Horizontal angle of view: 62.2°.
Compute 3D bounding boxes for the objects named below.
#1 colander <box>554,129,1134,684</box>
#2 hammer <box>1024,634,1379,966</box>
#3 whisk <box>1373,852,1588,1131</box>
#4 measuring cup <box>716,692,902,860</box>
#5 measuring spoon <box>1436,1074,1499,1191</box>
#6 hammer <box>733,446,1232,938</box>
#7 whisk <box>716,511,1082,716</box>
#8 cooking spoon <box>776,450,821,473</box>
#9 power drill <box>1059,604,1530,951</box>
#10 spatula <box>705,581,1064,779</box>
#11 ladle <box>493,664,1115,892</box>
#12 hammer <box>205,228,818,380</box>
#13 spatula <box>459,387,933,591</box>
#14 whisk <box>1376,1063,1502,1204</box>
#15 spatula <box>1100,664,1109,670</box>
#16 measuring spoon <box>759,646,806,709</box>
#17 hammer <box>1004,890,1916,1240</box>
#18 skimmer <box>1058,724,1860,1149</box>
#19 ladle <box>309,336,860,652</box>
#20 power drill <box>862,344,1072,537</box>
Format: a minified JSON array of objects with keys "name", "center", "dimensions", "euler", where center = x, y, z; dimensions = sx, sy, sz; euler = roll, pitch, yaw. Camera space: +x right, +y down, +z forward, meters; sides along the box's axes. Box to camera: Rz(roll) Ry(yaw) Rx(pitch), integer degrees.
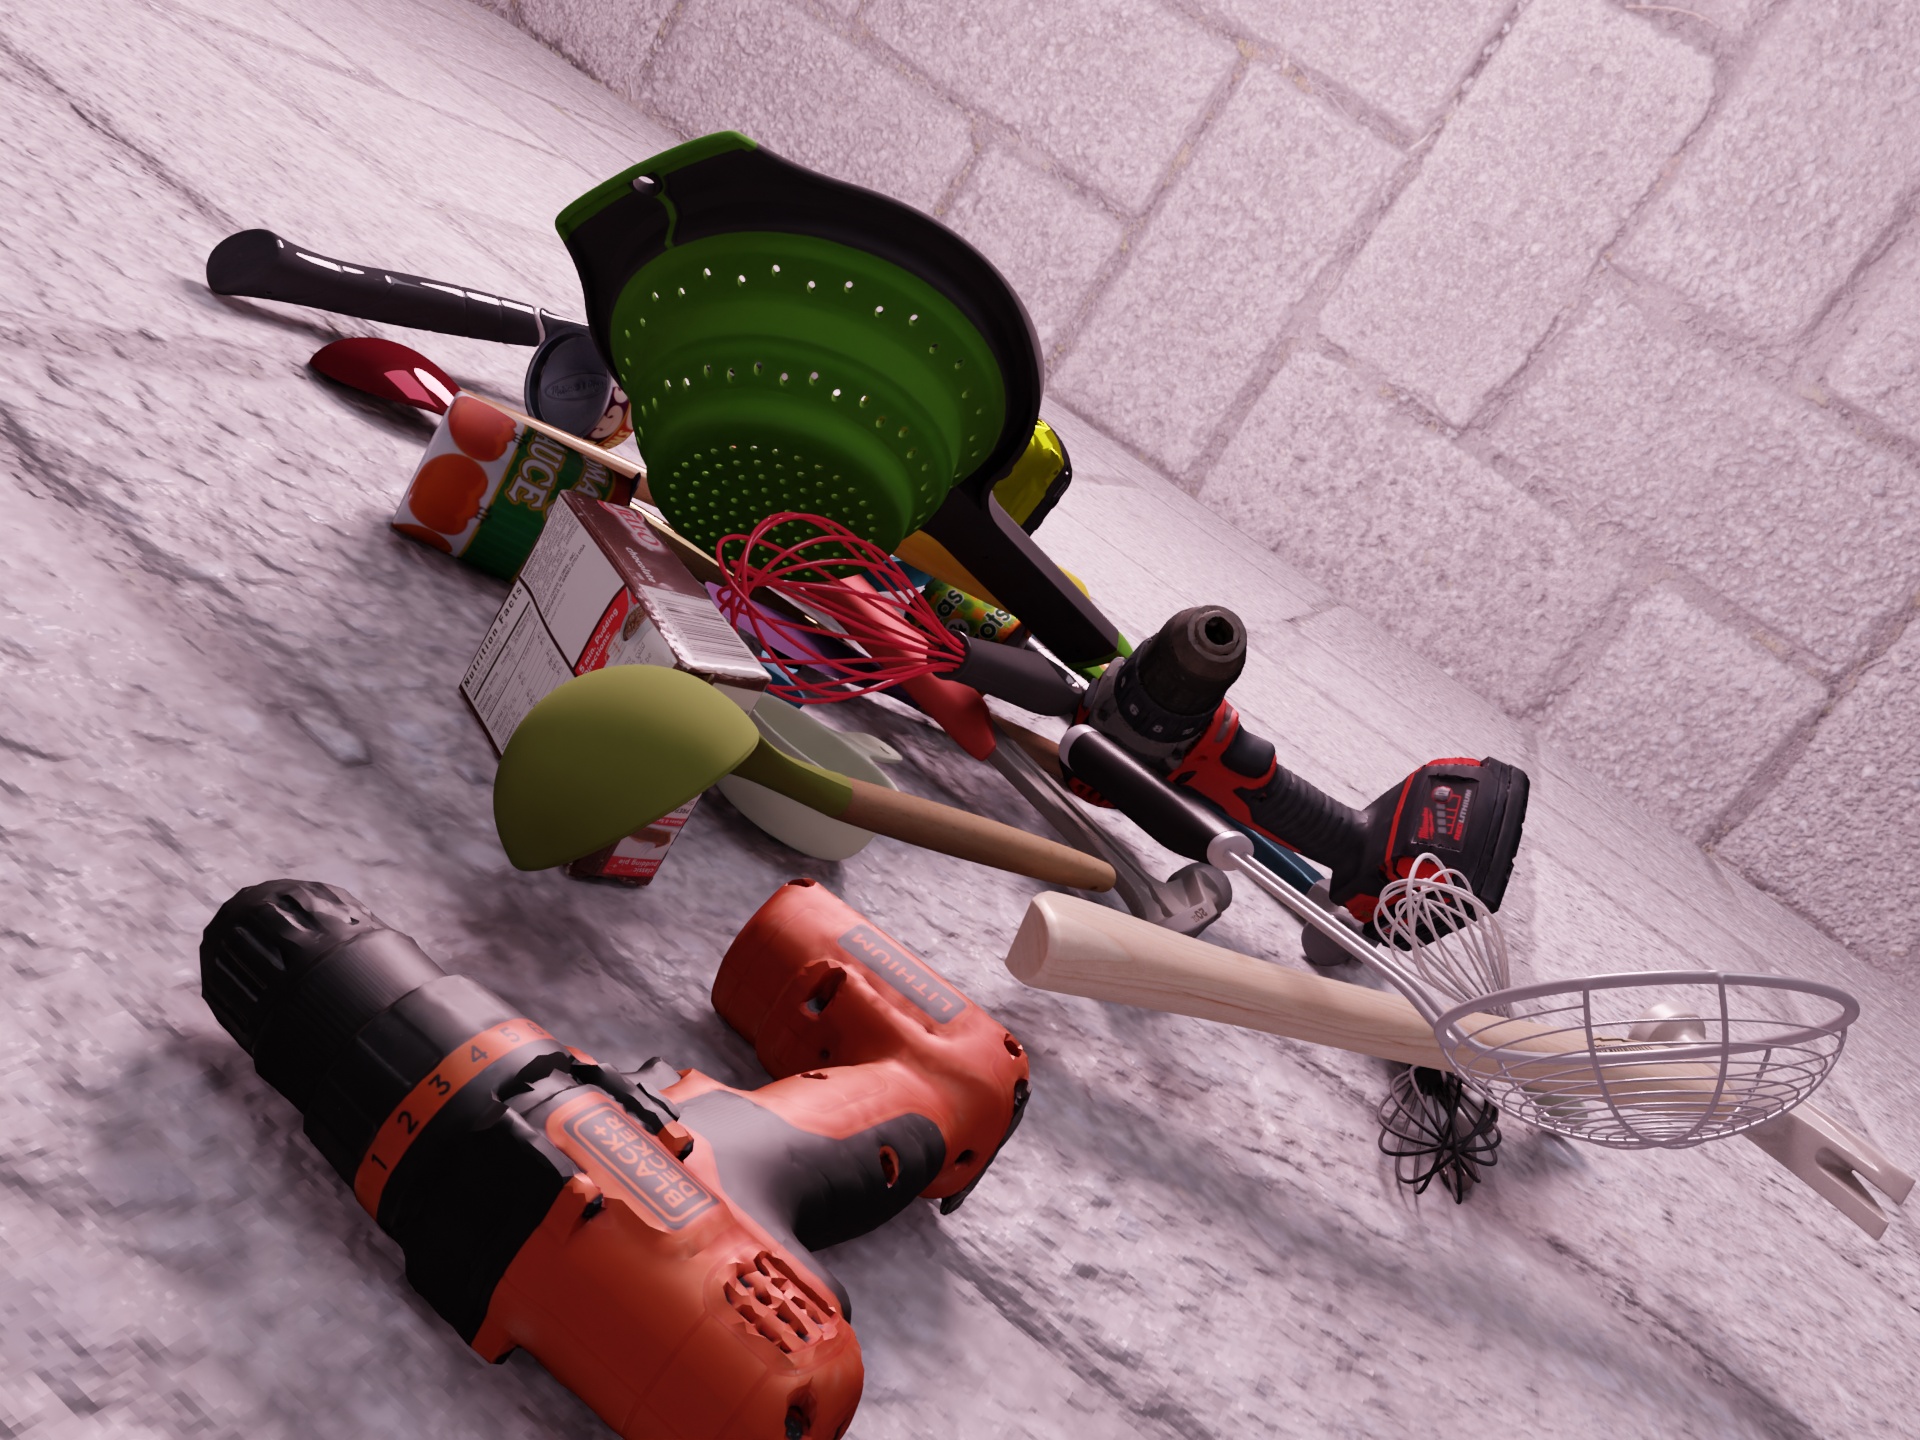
[{"name":"colander","center":[-0.025,-0.086,0.736],"dimensions":[0.396,0.204,0.095],"euler":[41,49,-43]},{"name":"hammer","center":[0.135,0.034,1.001],"dimensions":[0.331,0.033,0.128],"euler":[42,19,26]},{"name":"whisk","center":[0.271,0.147,0.801],"dimensions":[0.246,0.058,0.059],"euler":[49,47,-37]},{"name":"measuring cup","center":[-0.056,0.025,0.677],"dimensions":[0.083,0.038,0.167],"euler":[37,5,9]},{"name":"measuring spoon","center":[0.247,0.198,0.772],"dimensions":[0.034,0.018,0.124],"euler":[38,18,13]},{"name":"hammer","center":[-0.017,-0.017,0.792],"dimensions":[0.359,0.036,0.149],"euler":[45,22,18]},{"name":"whisk","center":[-0.015,-0.031,0.702],"dimensions":[0.073,0.073,0.295],"euler":[42,13,27]},{"name":"cooking spoon","center":[-0.033,-0.114,0.986],"dimensions":[0.069,0.017,0.318],"euler":[10,-9,19]},{"name":"power drill","center":[0.172,0.025,0.815],"dimensions":[0.226,0.080,0.187],"euler":[24,-24,-2]},{"name":"spatula","center":[-0.001,-0.003,0.864],"dimensions":[0.315,0.018,0.060],"euler":[25,18,-33]},{"name":"ladle","center":[-0.026,0.043,0.549],"dimensions":[0.320,0.078,0.062],"euler":[22,56,-53]},{"name":"hammer","center":[-0.240,-0.232,0.952],"dimensions":[0.408,0.149,0.036],"euler":[-1,76,-50]},{"name":"spatula","center":[-0.145,-0.128,0.913],"dimensions":[0.317,0.044,0.082],"euler":[23,-21,-23]},{"name":"whisk","center":[0.229,0.173,0.770],"dimensions":[0.055,0.055,0.239],"euler":[36,12,9]},{"name":"spatula","center":[0.016,-0.124,1.210],"dimensions":[0.323,0.041,0.081],"euler":[41,16,20]},{"name":"measuring spoon","center":[-0.093,-0.019,0.764],"dimensions":[0.042,0.021,0.129],"euler":[32,7,-5]},{"name":"hammer","center":[0.208,0.136,0.658],"dimensions":[0.410,0.038,0.146],"euler":[15,15,-24]},{"name":"skimmer","center":[0.158,0.053,0.626],"dimensions":[0.127,0.090,0.364],"euler":[19,11,-36]},{"name":"ladle","center":[-0.187,-0.113,0.828],"dimensions":[0.315,0.031,0.069],"euler":[32,15,-12]},{"name":"power drill","center":[-0.015,-0.166,1.074],"dimensions":[0.080,0.190,0.228],"euler":[39,3,19]}]
